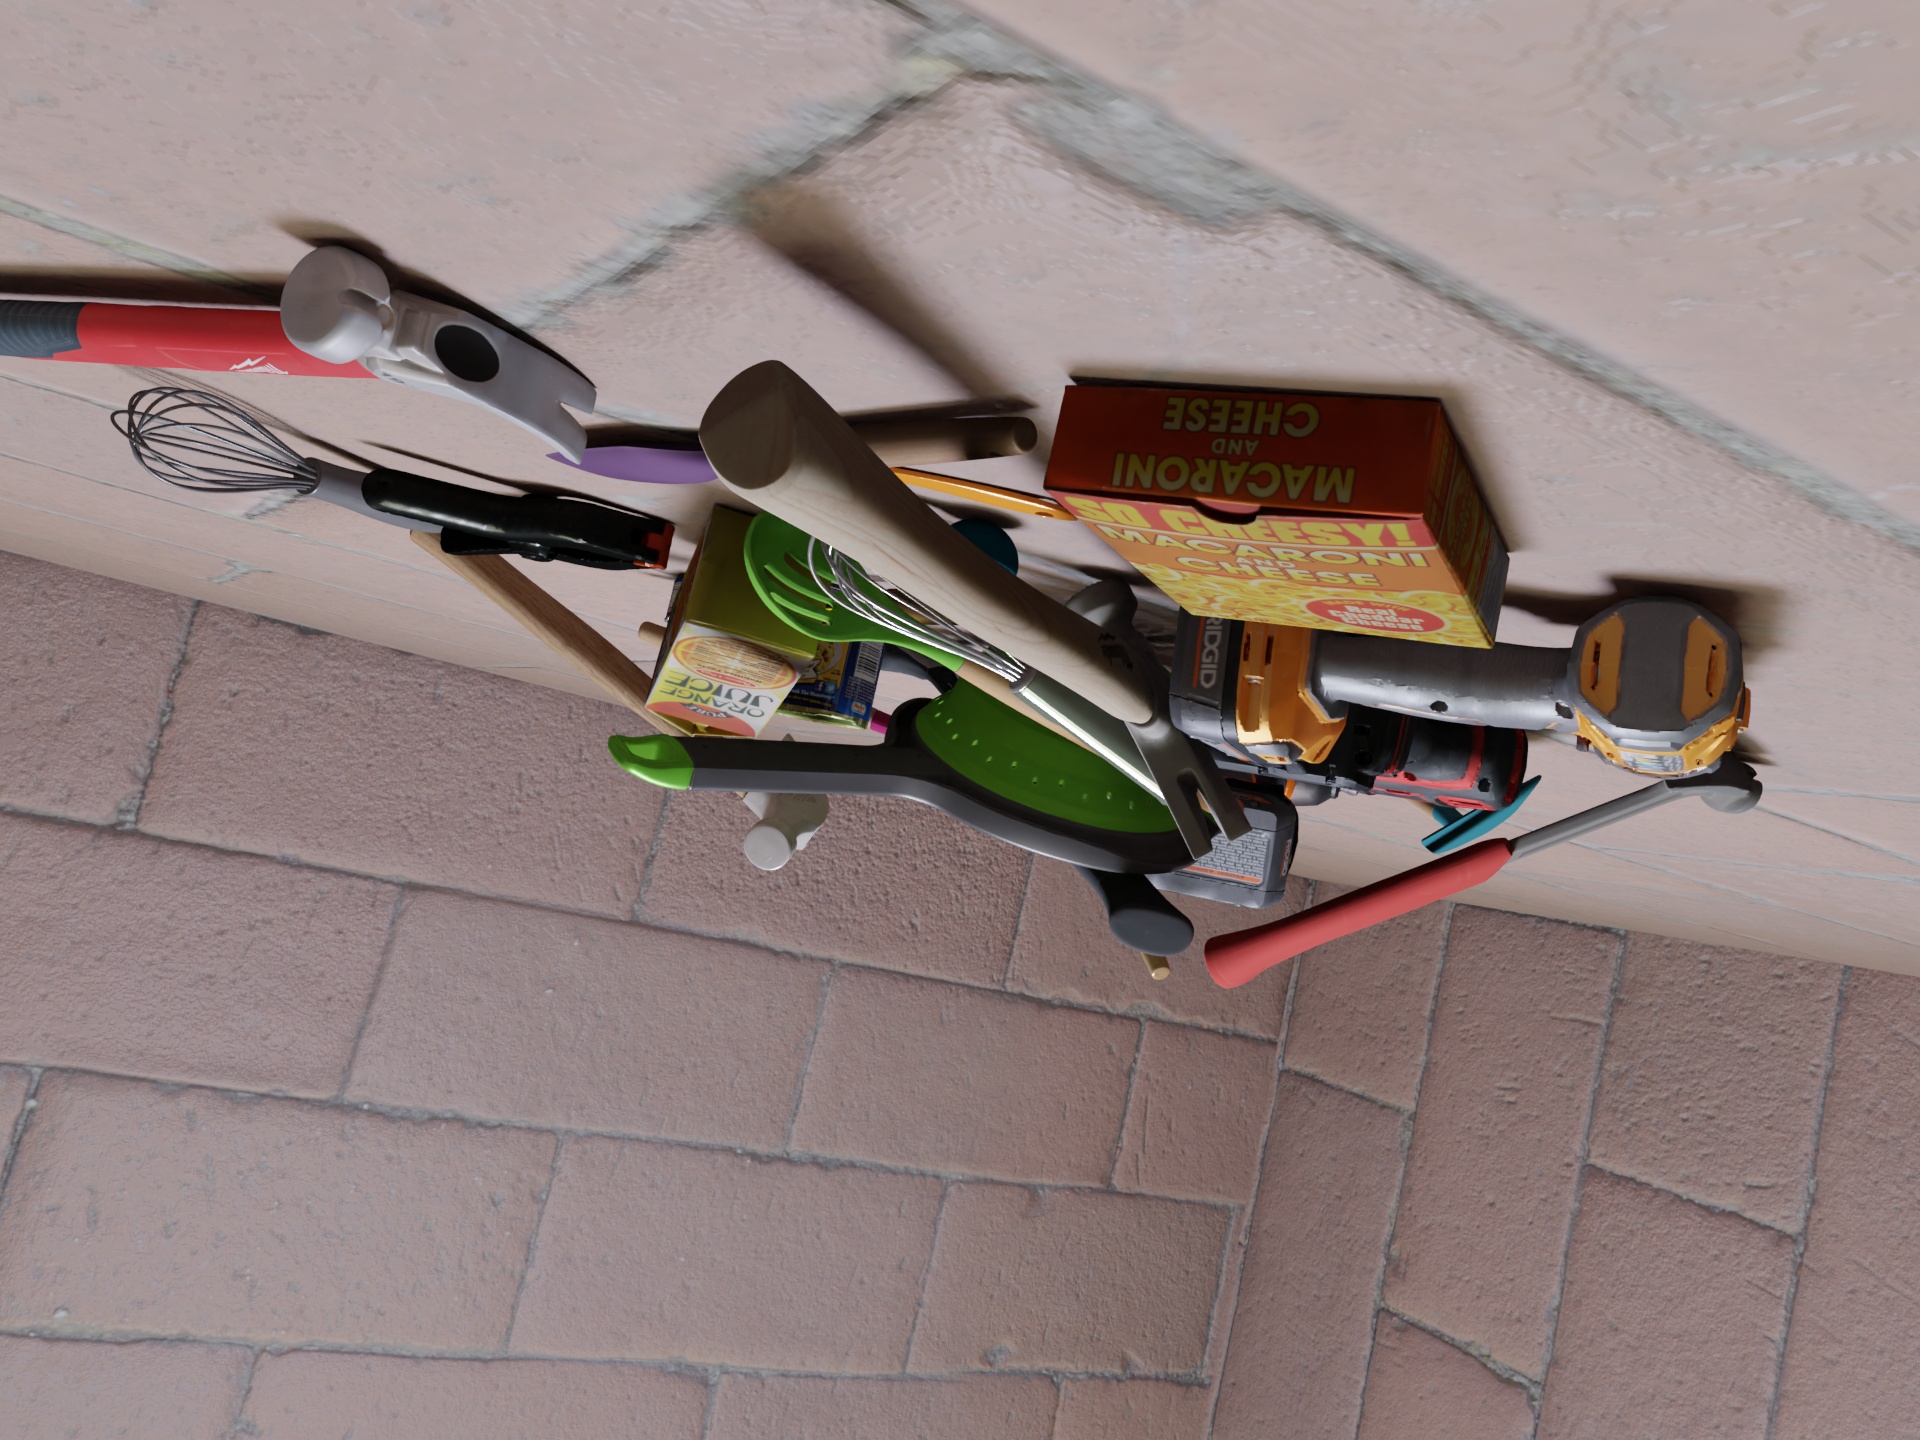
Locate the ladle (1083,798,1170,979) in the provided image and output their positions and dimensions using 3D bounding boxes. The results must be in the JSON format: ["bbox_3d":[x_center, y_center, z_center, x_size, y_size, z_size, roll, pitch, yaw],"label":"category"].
[{"bbox_3d":[0.090,0.076,1.163,0.078,0.062,0.321,28,-154,-32],"label":"ladle"}]

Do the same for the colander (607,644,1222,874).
[{"bbox_3d":[-0.001,-0.003,0.894,0.396,0.094,0.205,4,-156,-36],"label":"colander"}]

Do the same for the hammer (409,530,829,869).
[{"bbox_3d":[-0.223,-0.029,1.049,0.331,0.031,0.130,39,-161,1],"label":"hammer"}]

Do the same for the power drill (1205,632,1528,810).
[{"bbox_3d":[0.206,0.003,0.921,0.188,0.080,0.226,9,176,36],"label":"power drill"}]

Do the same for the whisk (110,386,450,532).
[{"bbox_3d":[-0.377,-0.141,0.917,0.055,0.055,0.238,10,178,26],"label":"whisk"}]

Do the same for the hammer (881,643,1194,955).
[{"bbox_3d":[0.044,0.035,1.034,0.149,0.036,0.409,10,-160,-26],"label":"hammer"}]

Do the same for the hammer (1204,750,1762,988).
[{"bbox_3d":[0.296,0.096,0.981,0.359,0.037,0.149,-29,155,36],"label":"hammer"}]

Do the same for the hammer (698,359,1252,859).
[{"bbox_3d":[0.025,-0.033,0.618,0.038,0.146,0.410,-31,160,15],"label":"hammer"}]

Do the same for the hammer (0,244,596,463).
[{"bbox_3d":[-0.341,-0.159,0.679,0.386,0.038,0.143,10,175,27],"label":"hammer"}]

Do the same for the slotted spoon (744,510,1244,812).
[{"bbox_3d":[0.021,-0.019,0.839,0.313,0.070,0.031,28,138,-16],"label":"slotted spoon"}]

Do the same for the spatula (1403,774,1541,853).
[{"bbox_3d":[0.329,0.049,1.119,0.082,0.044,0.317,-31,-174,5],"label":"spatula"}]

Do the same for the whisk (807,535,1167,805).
[{"bbox_3d":[0.026,-0.028,0.804,0.246,0.059,0.058,36,-151,-19],"label":"whisk"}]

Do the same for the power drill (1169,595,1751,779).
[{"bbox_3d":[0.227,-0.012,0.711,0.226,0.084,0.185,5,173,27],"label":"power drill"}]

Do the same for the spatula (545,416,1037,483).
[{"bbox_3d":[-0.080,-0.112,0.670,0.059,0.018,0.316,13,176,-41],"label":"spatula"}]

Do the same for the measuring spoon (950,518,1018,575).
[{"bbox_3d":[-0.029,-0.099,0.732,0.128,0.021,0.042,23,173,-14],"label":"measuring spoon"}]

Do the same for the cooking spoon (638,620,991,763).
[{"bbox_3d":[-0.084,-0.010,1.123,0.319,0.017,0.069,21,-163,10],"label":"cooking spoon"}]

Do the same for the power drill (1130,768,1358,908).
[{"bbox_3d":[0.200,0.055,1.136,0.164,0.084,0.226,10,-162,14],"label":"power drill"}]

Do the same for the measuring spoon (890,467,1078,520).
[{"bbox_3d":[-0.007,-0.097,0.686,0.117,0.011,0.021,12,175,1],"label":"measuring spoon"}]

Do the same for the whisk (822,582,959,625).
[{"bbox_3d":[-0.062,-0.068,0.966,0.245,0.051,0.047,4,165,39],"label":"whisk"}]
